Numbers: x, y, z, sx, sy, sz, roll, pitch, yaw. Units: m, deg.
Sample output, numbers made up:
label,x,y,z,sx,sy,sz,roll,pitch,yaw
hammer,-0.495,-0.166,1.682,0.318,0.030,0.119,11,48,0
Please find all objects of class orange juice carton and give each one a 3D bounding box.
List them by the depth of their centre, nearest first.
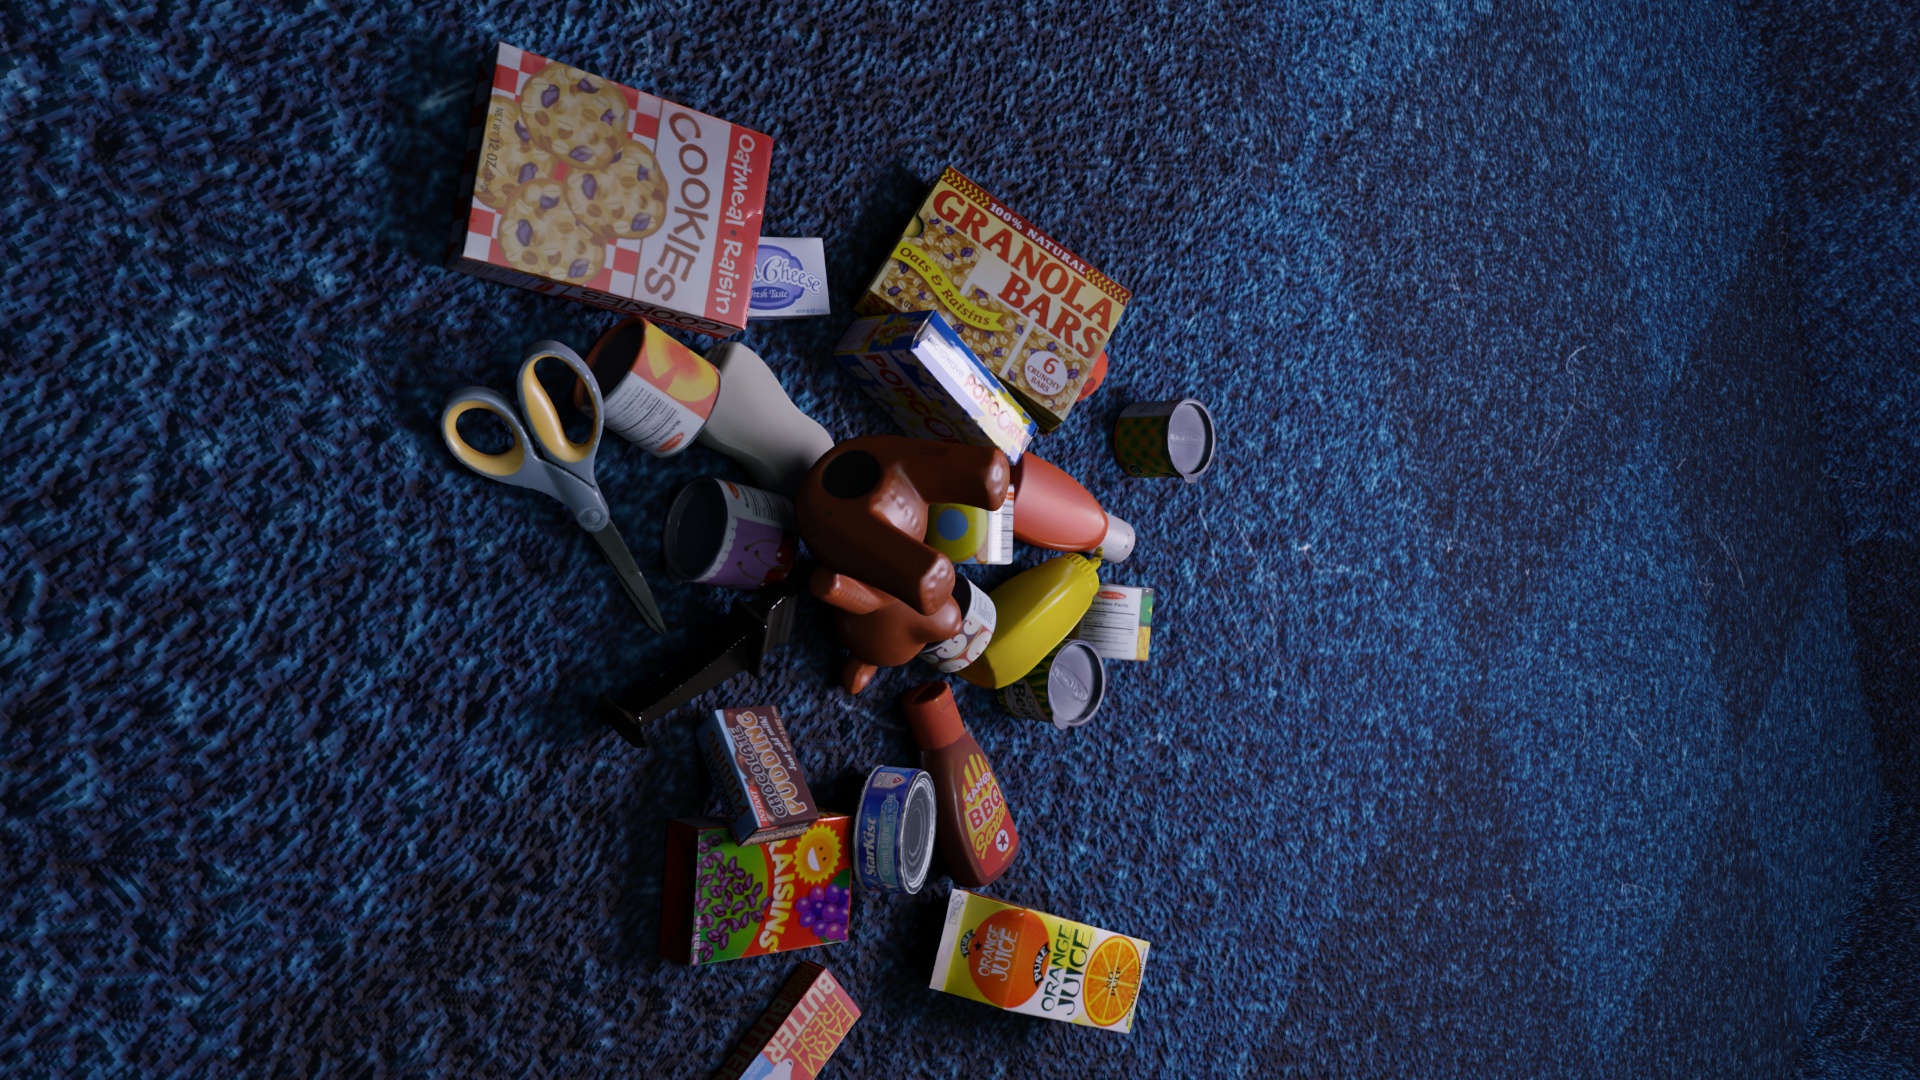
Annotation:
label,x,y,z,sx,sy,sz,roll,pitch,yaw
orange juice carton,0.051,0.314,1.041,0.192,0.073,0.072,27,72,-40

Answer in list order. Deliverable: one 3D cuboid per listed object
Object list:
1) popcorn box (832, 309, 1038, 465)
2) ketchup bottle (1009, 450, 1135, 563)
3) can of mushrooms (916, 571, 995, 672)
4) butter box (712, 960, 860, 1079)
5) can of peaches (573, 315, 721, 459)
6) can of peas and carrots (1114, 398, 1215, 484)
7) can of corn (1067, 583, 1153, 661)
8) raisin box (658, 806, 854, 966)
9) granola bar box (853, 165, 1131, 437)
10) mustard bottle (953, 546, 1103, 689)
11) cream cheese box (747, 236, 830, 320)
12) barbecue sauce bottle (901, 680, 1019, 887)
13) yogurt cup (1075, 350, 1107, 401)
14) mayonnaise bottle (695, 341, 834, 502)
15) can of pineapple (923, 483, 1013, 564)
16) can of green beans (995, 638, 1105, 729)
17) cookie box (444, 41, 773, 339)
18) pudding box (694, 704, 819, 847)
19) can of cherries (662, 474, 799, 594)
label,x,y,z,sx,sy,sz,roll,pitch,yaw
popcorn box,-0.017,-0.104,0.964,0.126,0.085,0.038,45,63,-35
ketchup bottle,0.079,-0.020,1.086,0.149,0.043,0.065,24,78,-42
can of mushrooms,-0.011,0.059,0.986,0.033,0.071,0.071,41,64,-37
butter box,-0.114,0.335,0.915,0.104,0.024,0.053,-49,123,-31
can of peaches,-0.185,-0.092,0.819,0.058,0.071,0.071,34,68,-38
can of peas and carrots,0.171,-0.082,1.164,0.071,0.058,0.071,-1,92,-44
can of corn,0.120,0.065,1.112,0.071,0.071,0.058,9,85,-44
raisin box,-0.129,0.220,0.891,0.123,0.040,0.086,5,86,-42
granola bar box,0.026,-0.171,0.989,0.165,0.039,0.125,33,65,-10
mustard bottle,0.060,0.050,1.046,0.161,0.065,0.048,-35,125,-32
cream cheese box,-0.133,-0.169,0.895,0.104,0.024,0.053,-11,96,-44
barbecue sauce bottle,-0.003,0.174,1.007,0.065,0.043,0.148,-41,117,-50
yogurt cup,0.077,-0.142,1.071,0.054,0.072,0.072,39,64,-46
mayonnaise bottle,-0.117,-0.060,0.900,0.147,0.041,0.065,46,61,-36
can of pineapple,0.004,-0.013,1.000,0.071,0.071,0.058,1,90,-44
can of green beans,0.068,0.107,1.066,0.071,0.058,0.071,-1,91,-44
cookie box,-0.198,-0.197,0.802,0.167,0.040,0.123,11,82,-33
pudding box,-0.128,0.146,0.869,0.050,0.030,0.084,2,53,-43
can of cherries,-0.143,-0.001,0.860,0.058,0.071,0.071,14,81,-44
